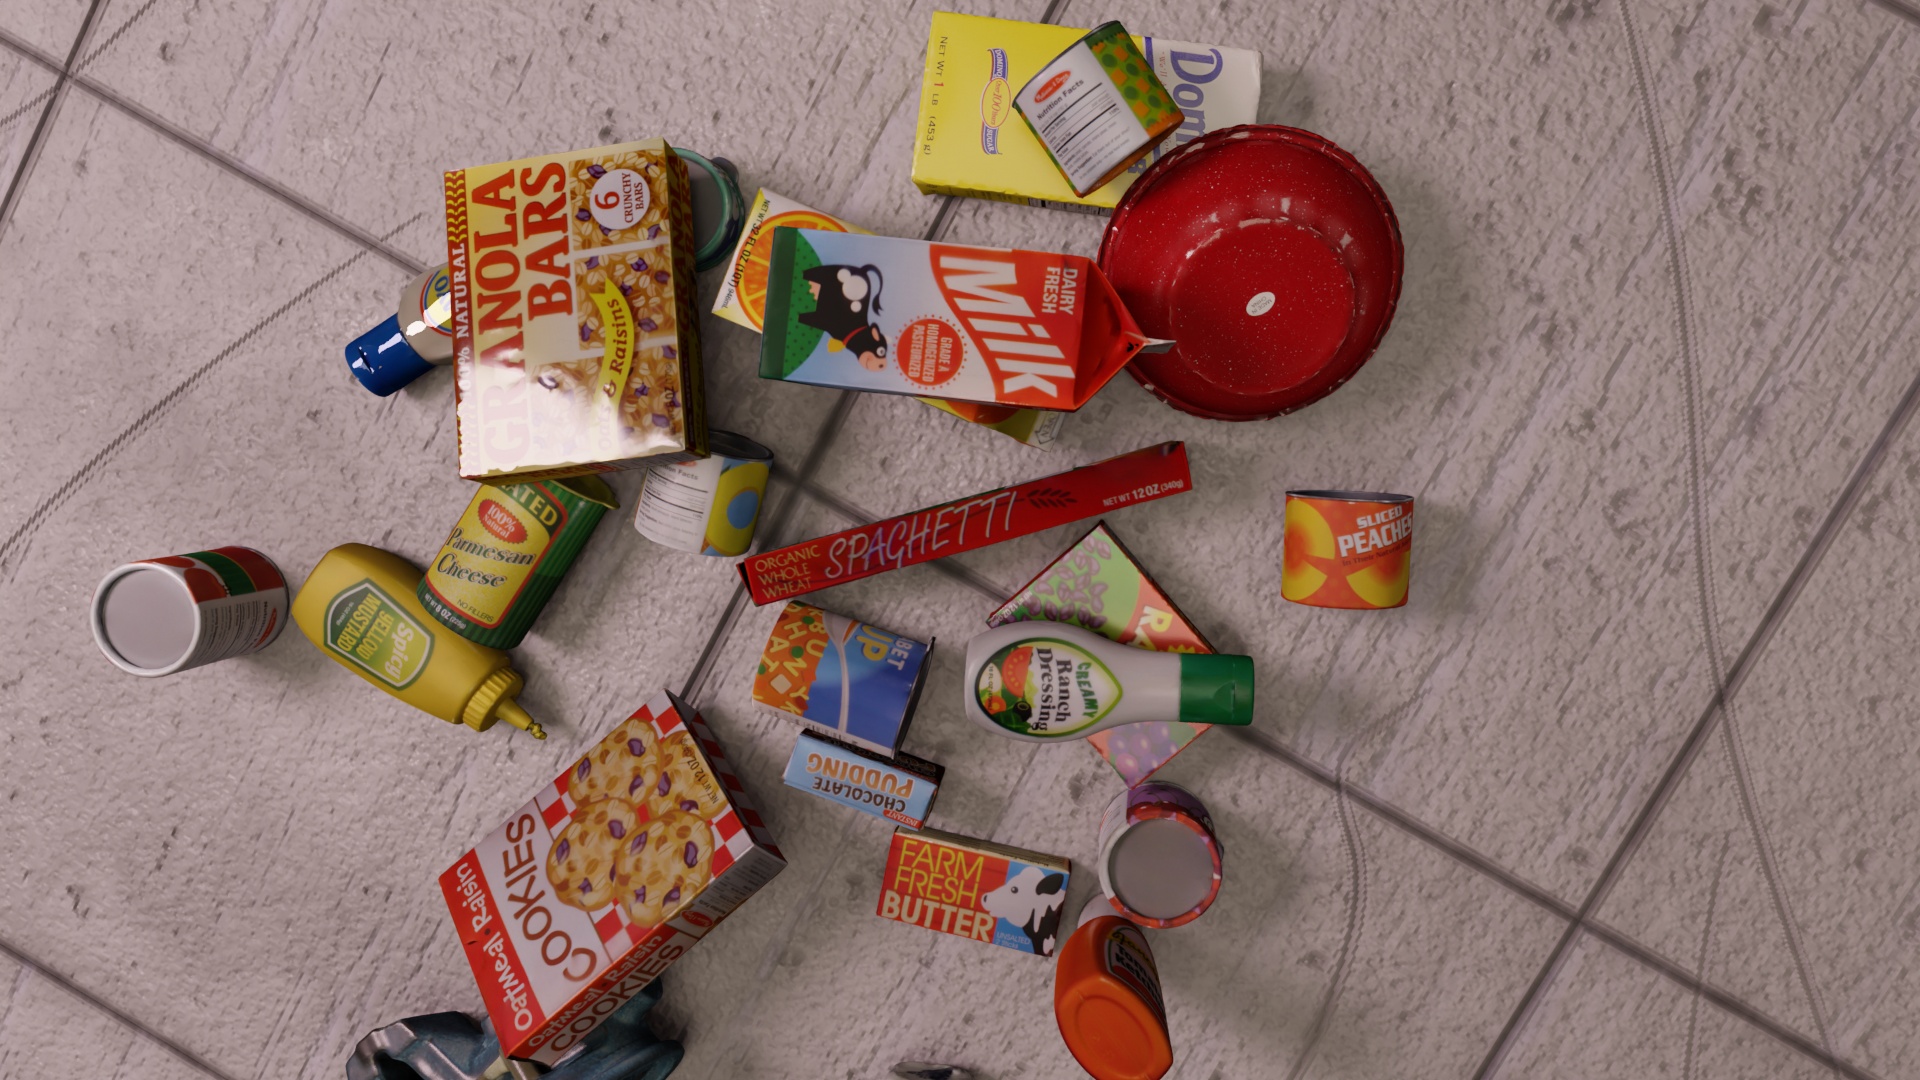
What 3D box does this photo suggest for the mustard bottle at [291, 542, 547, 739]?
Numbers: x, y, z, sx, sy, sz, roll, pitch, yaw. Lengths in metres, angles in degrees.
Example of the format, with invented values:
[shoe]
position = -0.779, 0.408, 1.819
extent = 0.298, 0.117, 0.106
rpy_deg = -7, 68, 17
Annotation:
[mustard bottle]
position = -0.303, 0.066, 0.799
extent = 0.160, 0.049, 0.065
rpy_deg = 34, 98, 2

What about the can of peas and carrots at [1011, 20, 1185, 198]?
[can of peas and carrots]
position = 0.070, -0.213, 0.689
extent = 0.071, 0.071, 0.058
rpy_deg = -35, 93, 7

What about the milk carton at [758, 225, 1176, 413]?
[milk carton]
position = 0.006, -0.103, 0.671
extent = 0.191, 0.072, 0.073
rpy_deg = 7, 95, 4

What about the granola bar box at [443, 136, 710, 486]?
[granola bar box]
position = -0.201, -0.117, 0.726
extent = 0.124, 0.039, 0.165
rpy_deg = -7, 82, 8

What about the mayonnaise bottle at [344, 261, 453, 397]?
[mayonnaise bottle]
position = -0.276, -0.133, 0.785
extent = 0.148, 0.041, 0.065
rpy_deg = -31, 87, 6

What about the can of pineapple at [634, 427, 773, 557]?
[can of pineapple]
position = -0.141, -0.028, 0.767
extent = 0.071, 0.071, 0.057
rpy_deg = 17, 102, 4

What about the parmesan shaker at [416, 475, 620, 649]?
[parmesan shaker]
position = -0.248, 0.003, 0.780
extent = 0.071, 0.071, 0.103
rpy_deg = 34, 97, 2

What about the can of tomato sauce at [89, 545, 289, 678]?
[can of tomato sauce]
position = -0.440, 0.039, 0.793
extent = 0.071, 0.083, 0.071
rpy_deg = 0, 95, 5

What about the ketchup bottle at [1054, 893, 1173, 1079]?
[ketchup bottle]
position = 0.078, 0.226, 0.723
extent = 0.043, 0.149, 0.064
rpy_deg = -39, 91, 7

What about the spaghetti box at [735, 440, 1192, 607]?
[spaghetti box]
position = 0.003, -0.010, 0.763
extent = 0.250, 0.050, 0.028
rpy_deg = -15, 92, 7

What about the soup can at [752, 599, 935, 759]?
[soup can]
position = -0.064, 0.073, 0.768
extent = 0.084, 0.071, 0.071
rpy_deg = 19, 96, 4

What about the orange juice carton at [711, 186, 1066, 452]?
[orange juice carton]
position = -0.027, -0.116, 0.746
extent = 0.193, 0.073, 0.071
rpy_deg = 23, 95, 3

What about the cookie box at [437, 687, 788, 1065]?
[cookie box]
position = -0.193, 0.181, 0.758
extent = 0.167, 0.040, 0.123
rpy_deg = -40, 52, -1

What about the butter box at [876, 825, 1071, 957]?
[butter box]
position = 0.008, 0.198, 0.791
extent = 0.103, 0.024, 0.053
rpy_deg = 12, 95, 4

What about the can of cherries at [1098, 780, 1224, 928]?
[can of cherries]
position = 0.111, 0.172, 0.762
extent = 0.071, 0.058, 0.071
rpy_deg = 0, 94, 6

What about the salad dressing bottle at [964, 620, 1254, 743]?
[salad dressing bottle]
position = 0.077, 0.075, 0.725
extent = 0.148, 0.044, 0.064
rpy_deg = 1, 96, 6

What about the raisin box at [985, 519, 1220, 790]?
[raisin box]
position = 0.086, 0.063, 0.766
extent = 0.086, 0.040, 0.123
rpy_deg = -41, 88, 7

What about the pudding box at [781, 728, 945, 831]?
[pudding box]
position = -0.054, 0.131, 0.779
extent = 0.084, 0.050, 0.030
rpy_deg = 20, 95, 4

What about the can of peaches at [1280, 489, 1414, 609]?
[can of peaches]
position = 0.205, 0.004, 0.734
extent = 0.071, 0.071, 0.058
rpy_deg = 3, 96, 6

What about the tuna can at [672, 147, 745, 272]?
[tuna can]
position = -0.154, -0.186, 0.774
extent = 0.071, 0.033, 0.071
rpy_deg = 1, 95, 6
